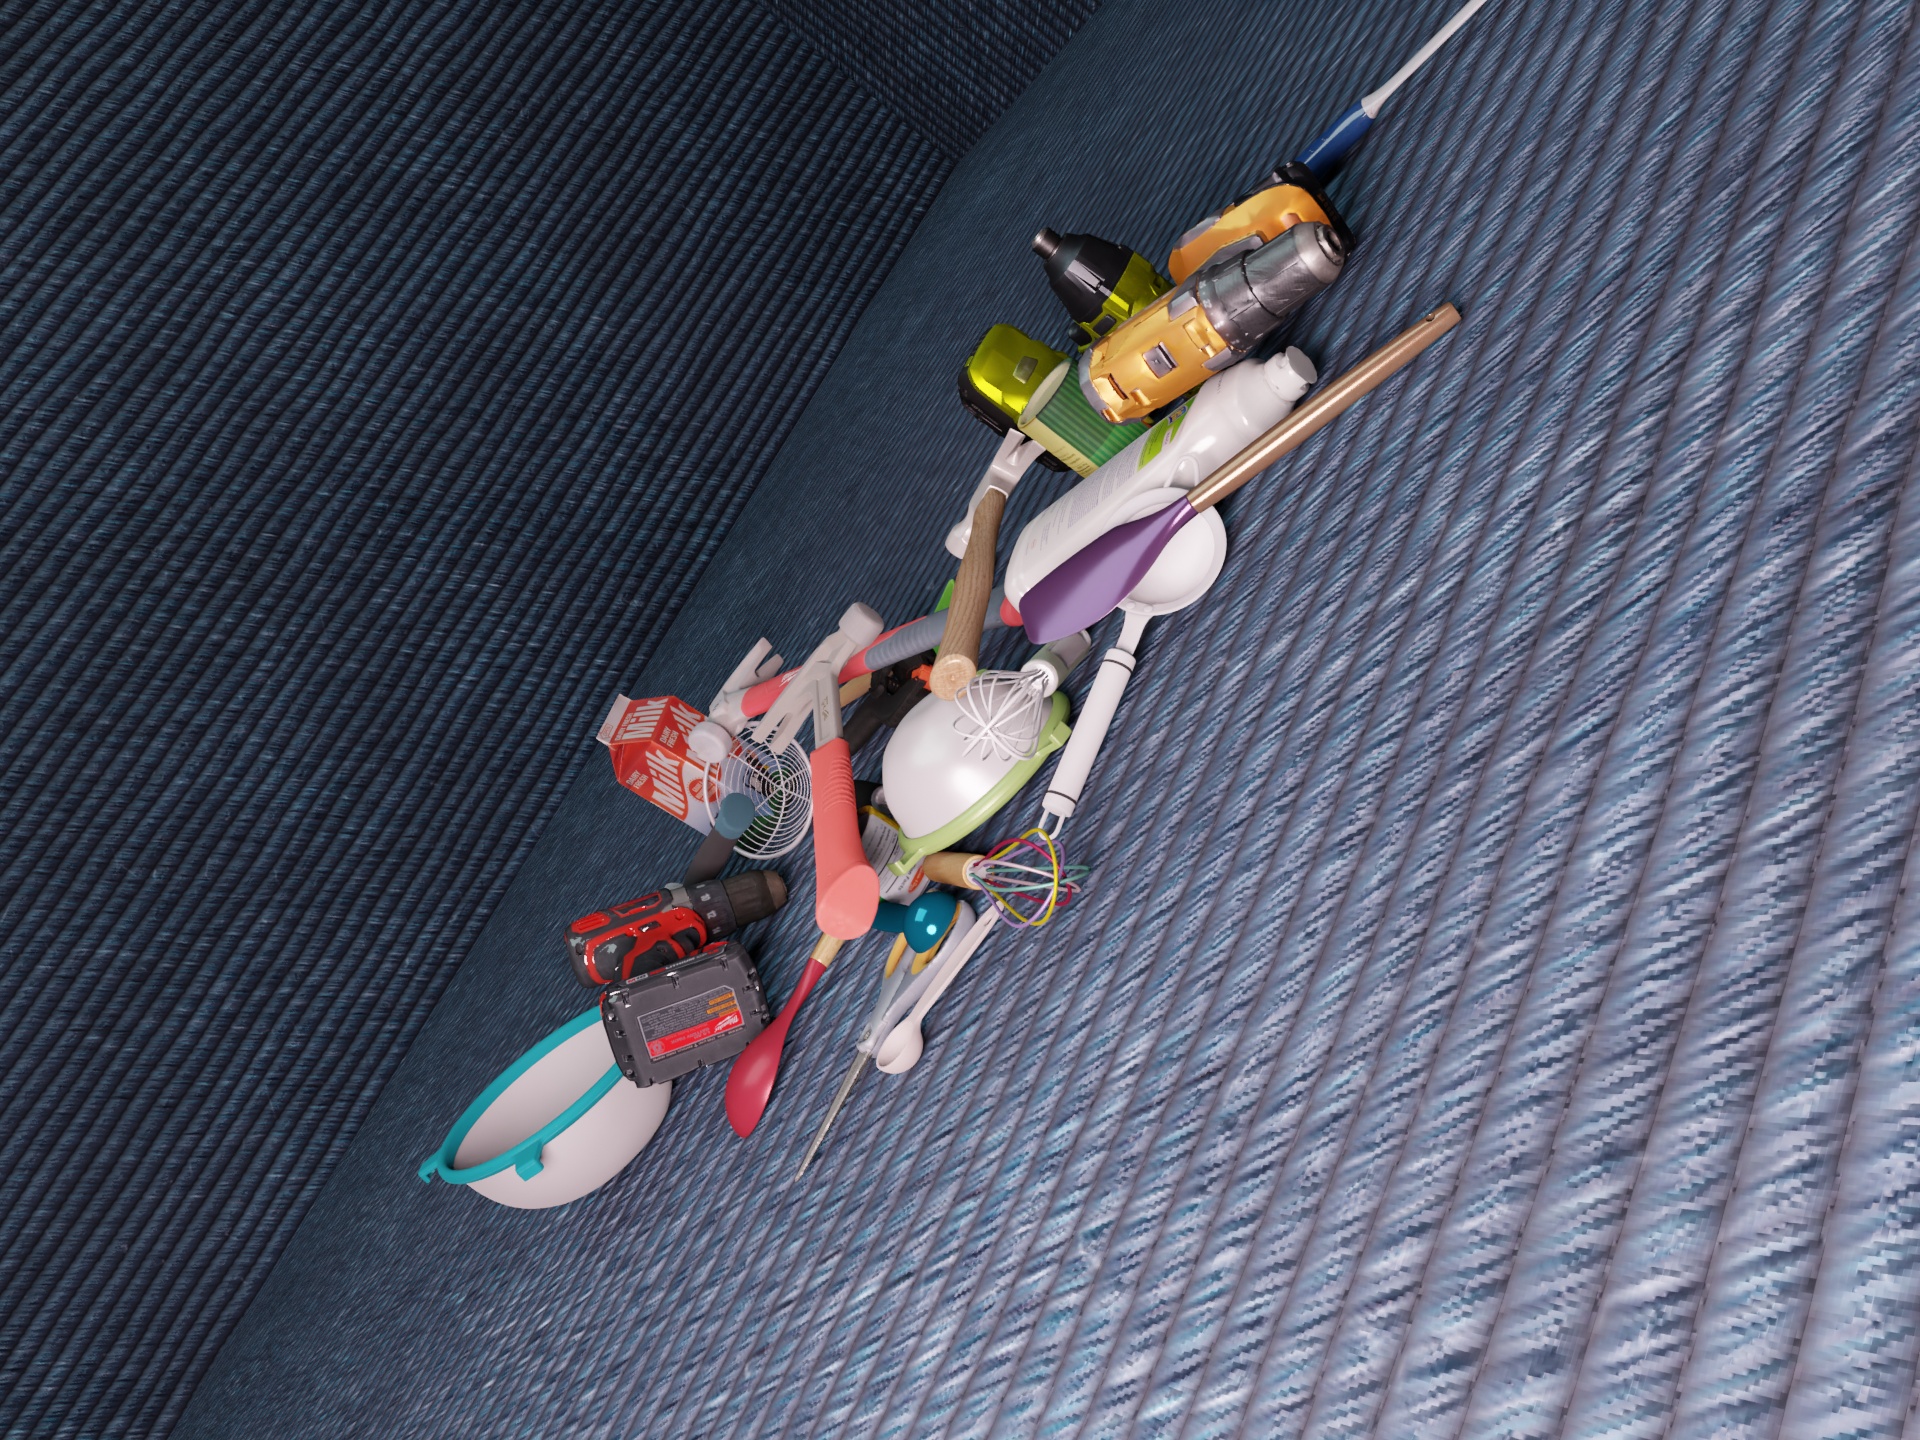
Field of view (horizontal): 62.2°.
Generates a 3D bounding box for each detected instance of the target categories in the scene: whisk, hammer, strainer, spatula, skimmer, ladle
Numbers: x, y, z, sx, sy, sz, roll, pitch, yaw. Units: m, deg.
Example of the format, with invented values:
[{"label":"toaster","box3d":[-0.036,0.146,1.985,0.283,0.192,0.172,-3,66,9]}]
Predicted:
[{"label":"whisk","box3d":[0.047,-0.025,0.987,0.059,0.058,0.246,-48,-2,22]},{"label":"hammer","box3d":[-0.246,0.152,1.472,0.331,0.033,0.128,127,161,-53]},{"label":"strainer","box3d":[0.101,-0.043,0.983,0.087,0.050,0.258,16,73,30]},{"label":"strainer","box3d":[-0.277,0.291,1.336,0.211,0.095,0.340,-19,20,46]},{"label":"hammer","box3d":[-0.072,-0.064,1.336,0.386,0.038,0.143,-19,30,40]},{"label":"spatula","box3d":[0.160,-0.143,0.950,0.316,0.018,0.060,-36,46,21]},{"label":"hammer","box3d":[-0.097,0.045,1.135,0.149,0.036,0.359,-51,22,19]},{"label":"hammer","box3d":[0.315,-0.467,1.199,0.405,0.035,0.144,-39,23,43]},{"label":"hammer","box3d":[0.013,-0.112,1.143,0.130,0.031,0.332,-60,9,30]},{"label":"strainer","box3d":[-0.002,-0.004,1.110,0.151,0.069,0.256,-40,15,15]},{"label":"whisk","box3d":[0.019,0.089,0.957,0.051,0.047,0.245,-27,5,-16]},{"label":"skimmer","box3d":[-0.140,0.063,1.334,0.363,0.090,0.127,179,87,-71]},{"label":"ladle","box3d":[-0.089,0.155,1.159,0.315,0.031,0.069,-59,17,-18]}]

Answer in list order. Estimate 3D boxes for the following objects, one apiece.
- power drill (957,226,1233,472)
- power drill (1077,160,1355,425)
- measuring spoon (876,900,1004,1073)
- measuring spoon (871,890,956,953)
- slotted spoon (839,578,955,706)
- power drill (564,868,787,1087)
[{"label":"power drill","box3d":[0.093,-0.292,1.252,0.080,0.171,0.223,-62,15,-22]},{"label":"power drill","box3d":[0.190,-0.292,1.046,0.185,0.084,0.226,-27,17,41]},{"label":"measuring spoon","box3d":[-0.007,0.161,0.949,0.124,0.018,0.034,-53,16,-14]},{"label":"measuring spoon","box3d":[-0.041,0.124,1.027,0.042,0.021,0.128,-59,20,-16]},{"label":"slotted spoon","box3d":[-0.063,-0.055,1.478,0.314,0.031,0.070,-30,47,59]},{"label":"power drill","box3d":[-0.211,0.188,1.266,0.188,0.080,0.227,-18,18,-15]}]
